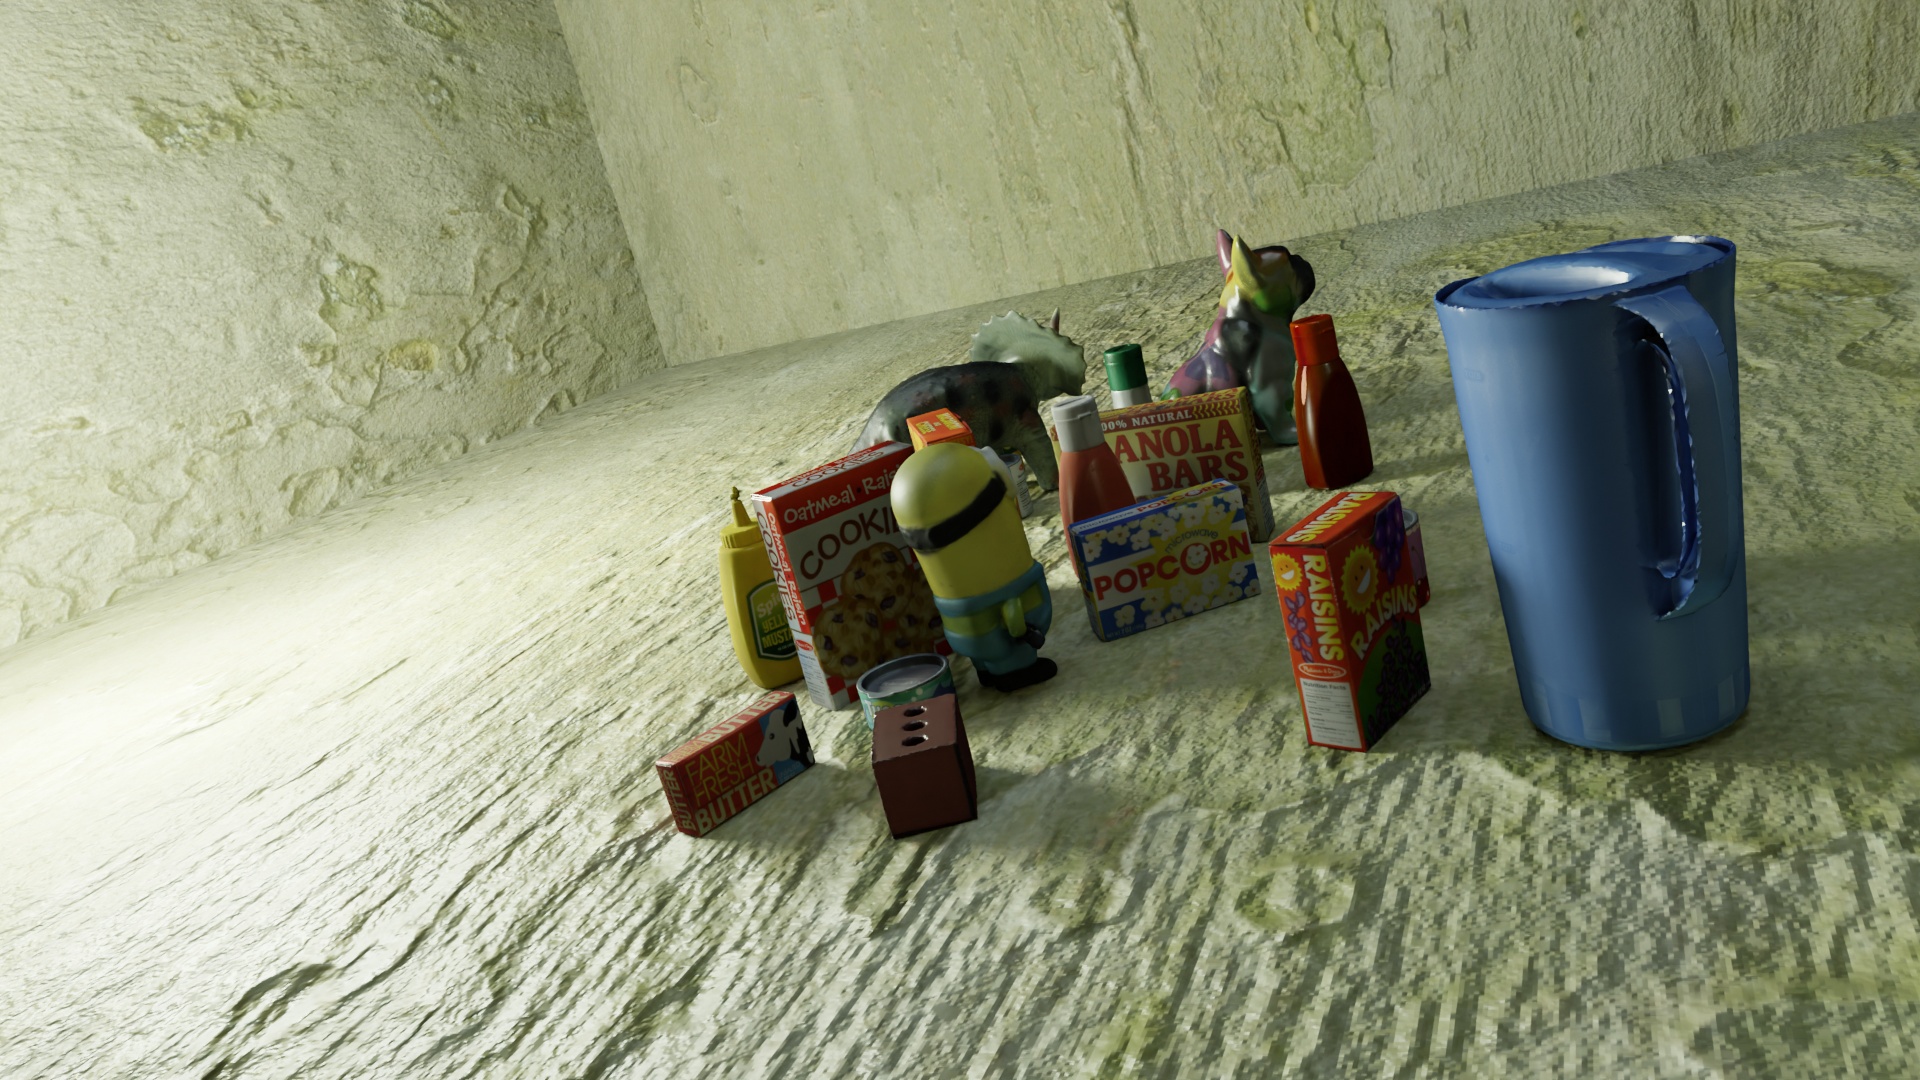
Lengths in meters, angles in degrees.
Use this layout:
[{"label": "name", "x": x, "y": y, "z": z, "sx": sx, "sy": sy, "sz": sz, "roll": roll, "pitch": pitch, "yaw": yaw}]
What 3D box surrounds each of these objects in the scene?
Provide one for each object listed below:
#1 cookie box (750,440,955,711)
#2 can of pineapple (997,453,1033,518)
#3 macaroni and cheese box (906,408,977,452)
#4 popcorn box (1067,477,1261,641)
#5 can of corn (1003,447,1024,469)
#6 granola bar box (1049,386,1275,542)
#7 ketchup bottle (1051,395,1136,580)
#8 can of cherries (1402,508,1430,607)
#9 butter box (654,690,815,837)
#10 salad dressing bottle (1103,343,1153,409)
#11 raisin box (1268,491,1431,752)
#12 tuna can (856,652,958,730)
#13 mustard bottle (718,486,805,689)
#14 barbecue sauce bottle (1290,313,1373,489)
[{"label": "cookie box", "x": -0.074, "y": 0.024, "z": 1.035, "sx": 0.123, "sy": 0.167, "sz": 0.040, "roll": -24, "pitch": 17, "yaw": -30}, {"label": "can of pineapple", "x": 0.034, "y": -0.050, "z": 1.398, "sx": 0.071, "sy": 0.057, "sz": 0.071, "roll": -14, "pitch": 15, "yaw": 4}, {"label": "macaroni and cheese box", "x": 0.004, "y": -0.014, "z": 1.097, "sx": 0.040, "sy": 0.166, "sz": 0.124, "roll": -16, "pitch": 15, "yaw": -5}, {"label": "popcorn box", "x": 0.149, "y": 0.014, "z": 1.019, "sx": 0.127, "sy": 0.085, "sz": 0.038, "roll": -17, "pitch": 15, "yaw": -8}, {"label": "can of corn", "x": 0.037, "y": -0.100, "z": 1.571, "sx": 0.071, "sy": 0.058, "sz": 0.071, "roll": -14, "pitch": 15, "yaw": 4}, {"label": "granola bar box", "x": 0.169, "y": -0.054, "z": 1.164, "sx": 0.165, "sy": 0.124, "sz": 0.039, "roll": -7, "pitch": 17, "yaw": 26}, {"label": "ketchup bottle", "x": 0.109, "y": -0.043, "z": 1.135, "sx": 0.065, "sy": 0.148, "sz": 0.043, "roll": -19, "pitch": 16, "yaw": -16}, {"label": "can of cherries", "x": 0.283, "y": 0.014, "z": 0.943, "sx": 0.071, "sy": 0.058, "sz": 0.072, "roll": -14, "pitch": 15, "yaw": 4}, {"label": "butter box", "x": -0.143, "y": 0.143, "z": 0.896, "sx": 0.024, "sy": 0.053, "sz": 0.104, "roll": 1, "pitch": 22, "yaw": 45}, {"label": "salad dressing bottle", "x": 0.169, "y": -0.113, "z": 1.328, "sx": 0.044, "sy": 0.147, "sz": 0.064, "roll": -4, "pitch": 19, "yaw": 36}, {"label": "raisin box", "x": 0.220, "y": 0.043, "z": 0.778, "sx": 0.040, "sy": 0.123, "sz": 0.086, "roll": 1, "pitch": 22, "yaw": 46}, {"label": "tuna can", "x": -0.037, "y": 0.107, "z": 0.962, "sx": 0.071, "sy": 0.032, "sz": 0.071, "roll": -14, "pitch": 15, "yaw": 4}, {"label": "mustard bottle", "x": -0.157, "y": 0.035, "z": 1.086, "sx": 0.065, "sy": 0.159, "sz": 0.049, "roll": -22, "pitch": 17, "yaw": -26}, {"label": "barbecue sauce bottle", "x": 0.322, "y": -0.123, "z": 1.220, "sx": 0.065, "sy": 0.148, "sz": 0.043, "roll": -22, "pitch": 17, "yaw": -25}]
